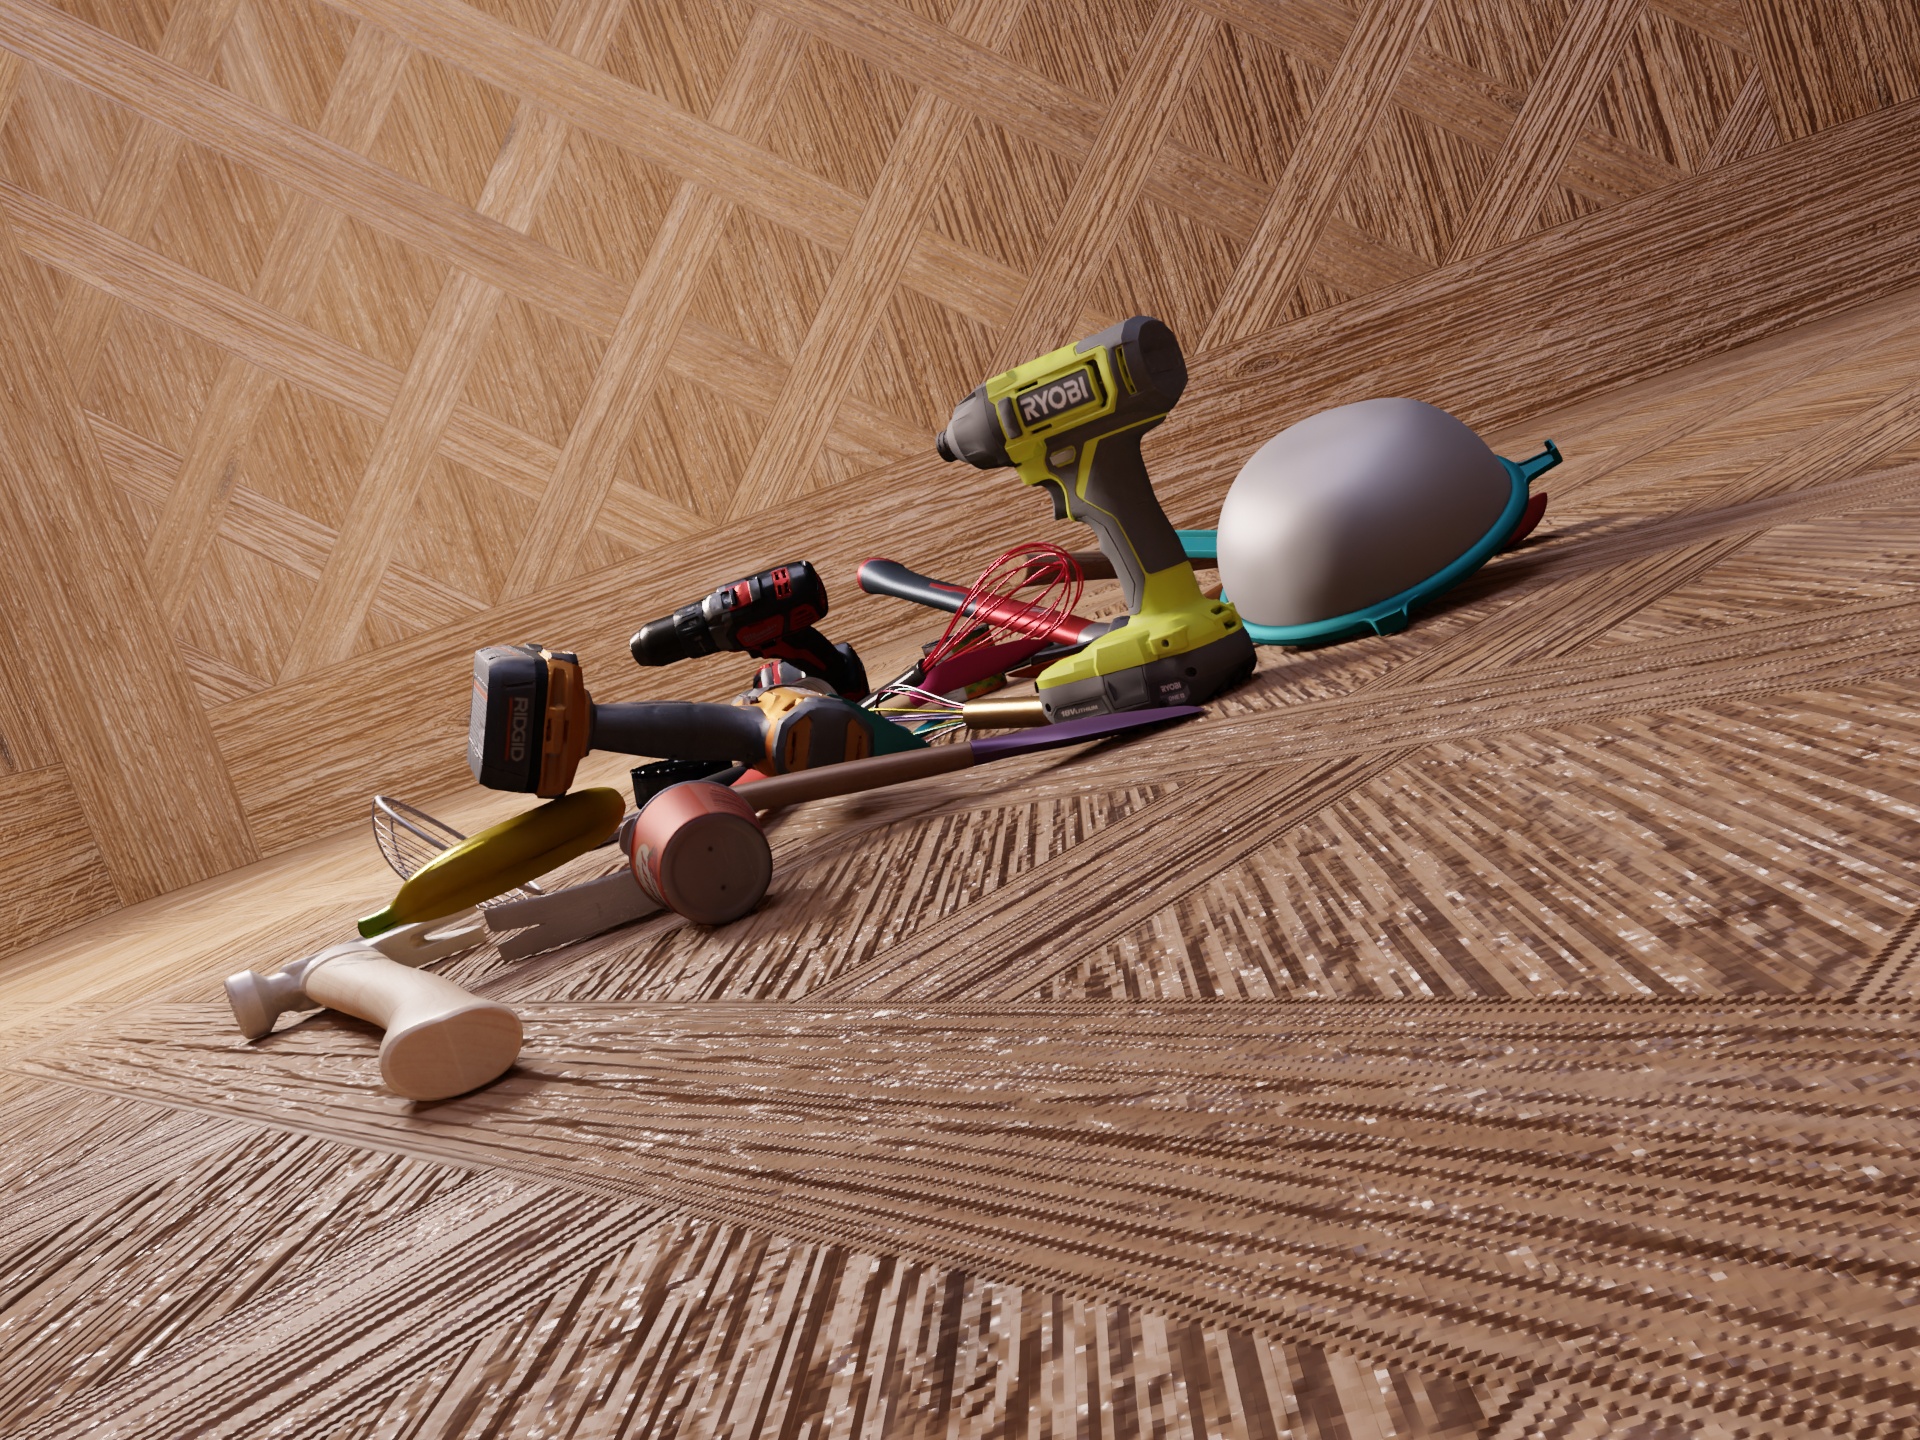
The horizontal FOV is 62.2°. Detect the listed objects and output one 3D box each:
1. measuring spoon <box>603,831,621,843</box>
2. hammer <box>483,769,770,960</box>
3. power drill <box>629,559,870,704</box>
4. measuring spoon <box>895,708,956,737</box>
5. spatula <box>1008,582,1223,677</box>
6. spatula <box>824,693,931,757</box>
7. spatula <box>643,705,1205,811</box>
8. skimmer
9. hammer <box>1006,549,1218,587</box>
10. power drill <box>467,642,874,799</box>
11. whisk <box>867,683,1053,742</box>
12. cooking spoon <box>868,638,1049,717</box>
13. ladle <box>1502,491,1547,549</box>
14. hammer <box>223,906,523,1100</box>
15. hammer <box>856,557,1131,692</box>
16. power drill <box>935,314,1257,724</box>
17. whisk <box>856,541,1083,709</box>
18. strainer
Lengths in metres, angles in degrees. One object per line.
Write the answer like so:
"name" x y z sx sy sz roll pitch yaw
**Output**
"measuring spoon" -0.263 0.079 1.329 0.034 0.018 0.124 -14 7 46
"hammer" -0.167 0.069 1.019 0.149 0.036 0.359 -18 6 9
"power drill" -0.196 -0.059 1.539 0.188 0.080 0.226 -19 -29 6
"measuring spoon" -0.038 0.002 1.279 0.042 0.021 0.128 -16 9 30
"spatula" 0.165 -0.083 1.259 0.081 0.041 0.322 -14 12 46
"spatula" -0.108 0.012 1.215 0.044 0.082 0.317 -64 16 -6
"spatula" -0.019 0.023 0.890 0.316 0.018 0.060 -11 4 -7
"skimmer" -0.261 0.056 1.188 0.127 0.090 0.363 26 31 33
"hammer" 0.188 -0.140 1.378 0.331 0.031 0.130 -7 -11 -30
"power drill" -0.185 0.001 0.985 0.226 0.084 0.185 4 5 -22
"whisk" 0.000 -0.003 1.127 0.245 0.047 0.051 -3 40 53
"cooking spoon" -0.051 -0.010 1.258 0.068 0.017 0.319 -2 -16 -45
"ladle" 0.316 -0.119 1.241 0.069 0.031 0.315 -21 4 -40
"hammer" -0.267 0.131 0.777 0.146 0.038 0.411 -21 6 -28
"hammer" 0.009 -0.096 1.415 0.143 0.038 0.387 -23 25 -30
"power drill" 0.080 -0.113 0.973 0.171 0.223 0.080 -15 7 40
"whisk" -0.012 -0.049 1.269 0.296 0.073 0.073 -36 -5 36
"strainer" 0.212 -0.151 1.080 0.211 0.095 0.340 -43 26 -23
